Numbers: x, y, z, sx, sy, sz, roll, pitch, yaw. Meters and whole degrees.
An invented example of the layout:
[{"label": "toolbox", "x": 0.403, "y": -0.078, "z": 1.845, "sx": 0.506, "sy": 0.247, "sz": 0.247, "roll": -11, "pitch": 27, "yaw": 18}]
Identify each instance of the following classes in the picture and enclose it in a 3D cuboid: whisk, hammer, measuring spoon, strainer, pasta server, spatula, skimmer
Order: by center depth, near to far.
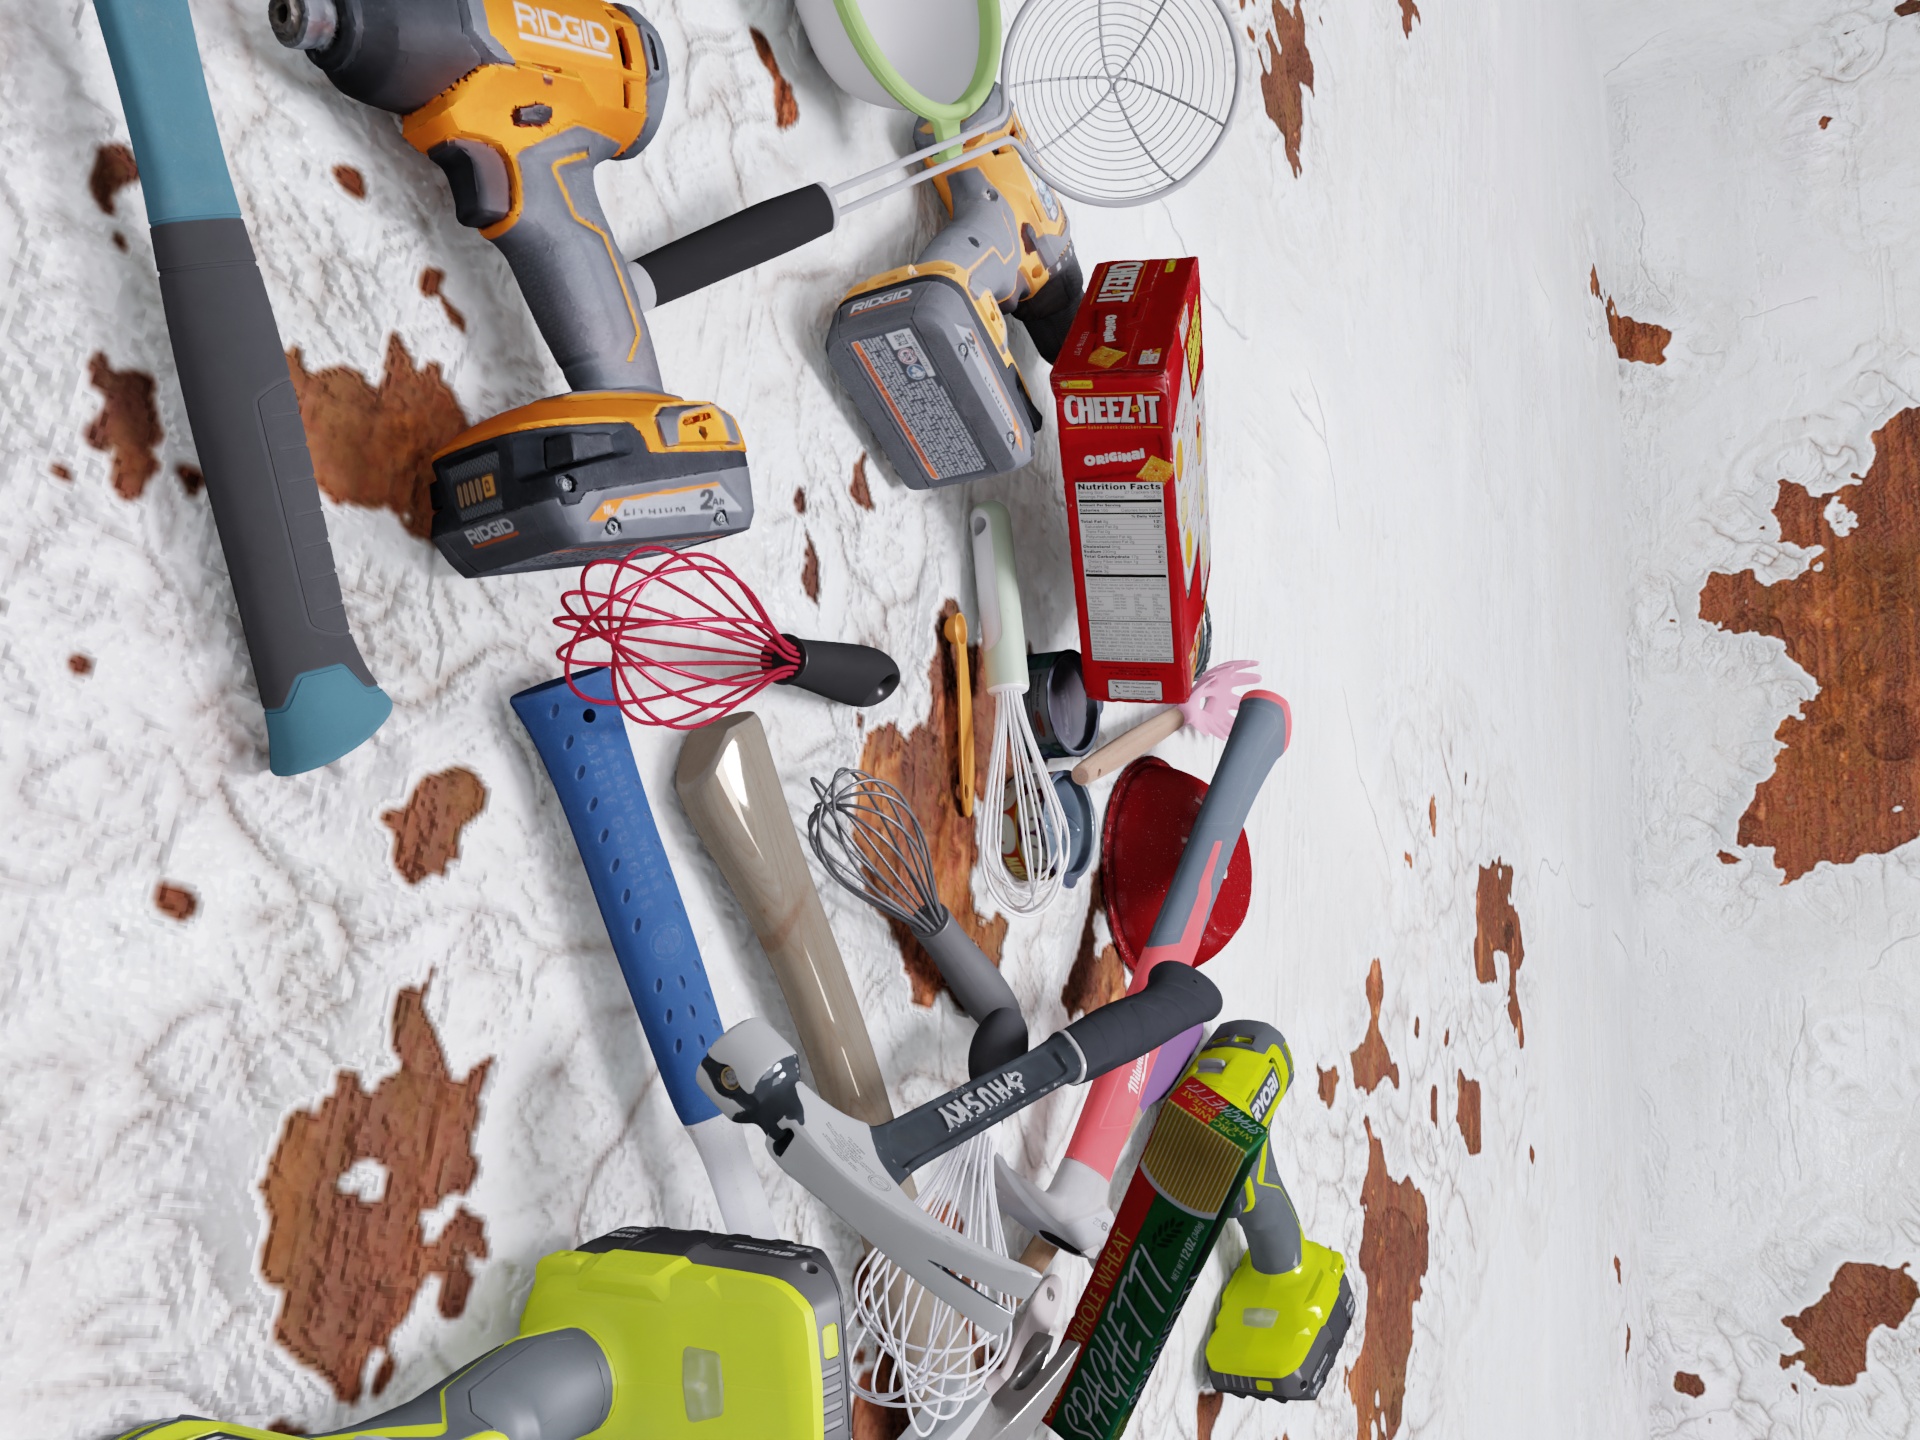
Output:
[{"label": "hammer", "x": -0.239, "y": -0.145, "z": 0.509, "sx": 0.128, "sy": 0.033, "sz": 0.331, "roll": -19, "pitch": 106, "yaw": -36}, {"label": "hammer", "x": -0.098, "y": 0.173, "z": 0.675, "sx": 0.144, "sy": 0.035, "sz": 0.405, "roll": -23, "pitch": 103, "yaw": -33}, {"label": "whisk", "x": -0.086, "y": -0.028, "z": 0.697, "sx": 0.295, "sy": 0.073, "sz": 0.073, "roll": 9, "pitch": 77, "yaw": -71}, {"label": "whisk", "x": 0.001, "y": 0.206, "z": 0.718, "sx": 0.285, "sy": 0.070, "sz": 0.070, "roll": -65, "pitch": 141, "yaw": -69}, {"label": "hammer", "x": 0.048, "y": 0.167, "z": 0.759, "sx": 0.036, "sy": 0.149, "sz": 0.408, "roll": -57, "pitch": 158, "yaw": 17}, {"label": "skimmer", "x": -0.005, "y": -0.274, "z": 0.769, "sx": 0.363, "sy": 0.090, "sz": 0.127, "roll": -36, "pitch": 115, "yaw": -33}, {"label": "hammer", "x": -0.043, "y": 0.188, "z": 0.770, "sx": 0.146, "sy": 0.038, "sz": 0.410, "roll": -31, "pitch": 110, "yaw": -45}, {"label": "whisk", "x": -0.018, "y": 0.104, "z": 0.834, "sx": 0.238, "sy": 0.055, "sz": 0.055, "roll": 58, "pitch": 41, "yaw": -42}, {"label": "strainer", "x": -0.033, "y": -0.430, "z": 0.862, "sx": 0.151, "sy": 0.069, "sz": 0.257, "roll": 45, "pitch": 50, "yaw": -42}, {"label": "measuring spoon", "x": 0.030, "y": 0.355, "z": 0.897, "sx": 0.034, "sy": 0.018, "sz": 0.124, "roll": 61, "pitch": 30, "yaw": -6}, {"label": "measuring spoon", "x": -0.001, "y": -0.003, "z": 0.906, "sx": 0.021, "sy": 0.011, "sz": 0.117, "roll": -7, "pitch": 94, "yaw": -71}, {"label": "whisk", "x": 0.027, "y": -0.010, "z": 0.910, "sx": 0.059, "sy": 0.058, "sz": 0.246, "roll": 5, "pitch": 73, "yaw": -36}, {"label": "hammer", "x": 0.121, "y": 0.131, "z": 0.976, "sx": 0.143, "sy": 0.038, "sz": 0.386, "roll": 43, "pitch": 58, "yaw": -29}, {"label": "spatula", "x": 0.099, "y": 0.260, "z": 1.010, "sx": 0.316, "sy": 0.018, "sz": 0.059, "roll": -40, "pitch": 126, "yaw": -53}, {"label": "pasta server", "x": 0.144, "y": 0.005, "z": 1.076, "sx": 0.316, "sy": 0.040, "sz": 0.060, "roll": -23, "pitch": 120, "yaw": -63}]

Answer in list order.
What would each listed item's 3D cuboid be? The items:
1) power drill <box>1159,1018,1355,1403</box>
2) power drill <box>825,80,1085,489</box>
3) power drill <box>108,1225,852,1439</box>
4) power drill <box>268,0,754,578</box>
[{"label": "power drill", "x": 0.192, "y": 0.346, "z": 1.091, "sx": 0.190, "sy": 0.080, "sz": 0.228, "roll": -37, "pitch": 113, "yaw": -53}, {"label": "power drill", "x": 0.017, "y": -0.230, "z": 0.908, "sx": 0.185, "sy": 0.084, "sz": 0.226, "roll": 56, "pitch": 38, "yaw": -39}, {"label": "power drill", "x": -0.138, "y": 0.234, "z": 0.510, "sx": 0.223, "sy": 0.171, "sz": 0.080, "roll": 0, "pitch": 85, "yaw": -61}, {"label": "power drill", "x": -0.169, "y": -0.174, "z": 0.608, "sx": 0.164, "sy": 0.084, "sz": 0.226, "roll": -16, "pitch": 95, "yaw": -55}]
